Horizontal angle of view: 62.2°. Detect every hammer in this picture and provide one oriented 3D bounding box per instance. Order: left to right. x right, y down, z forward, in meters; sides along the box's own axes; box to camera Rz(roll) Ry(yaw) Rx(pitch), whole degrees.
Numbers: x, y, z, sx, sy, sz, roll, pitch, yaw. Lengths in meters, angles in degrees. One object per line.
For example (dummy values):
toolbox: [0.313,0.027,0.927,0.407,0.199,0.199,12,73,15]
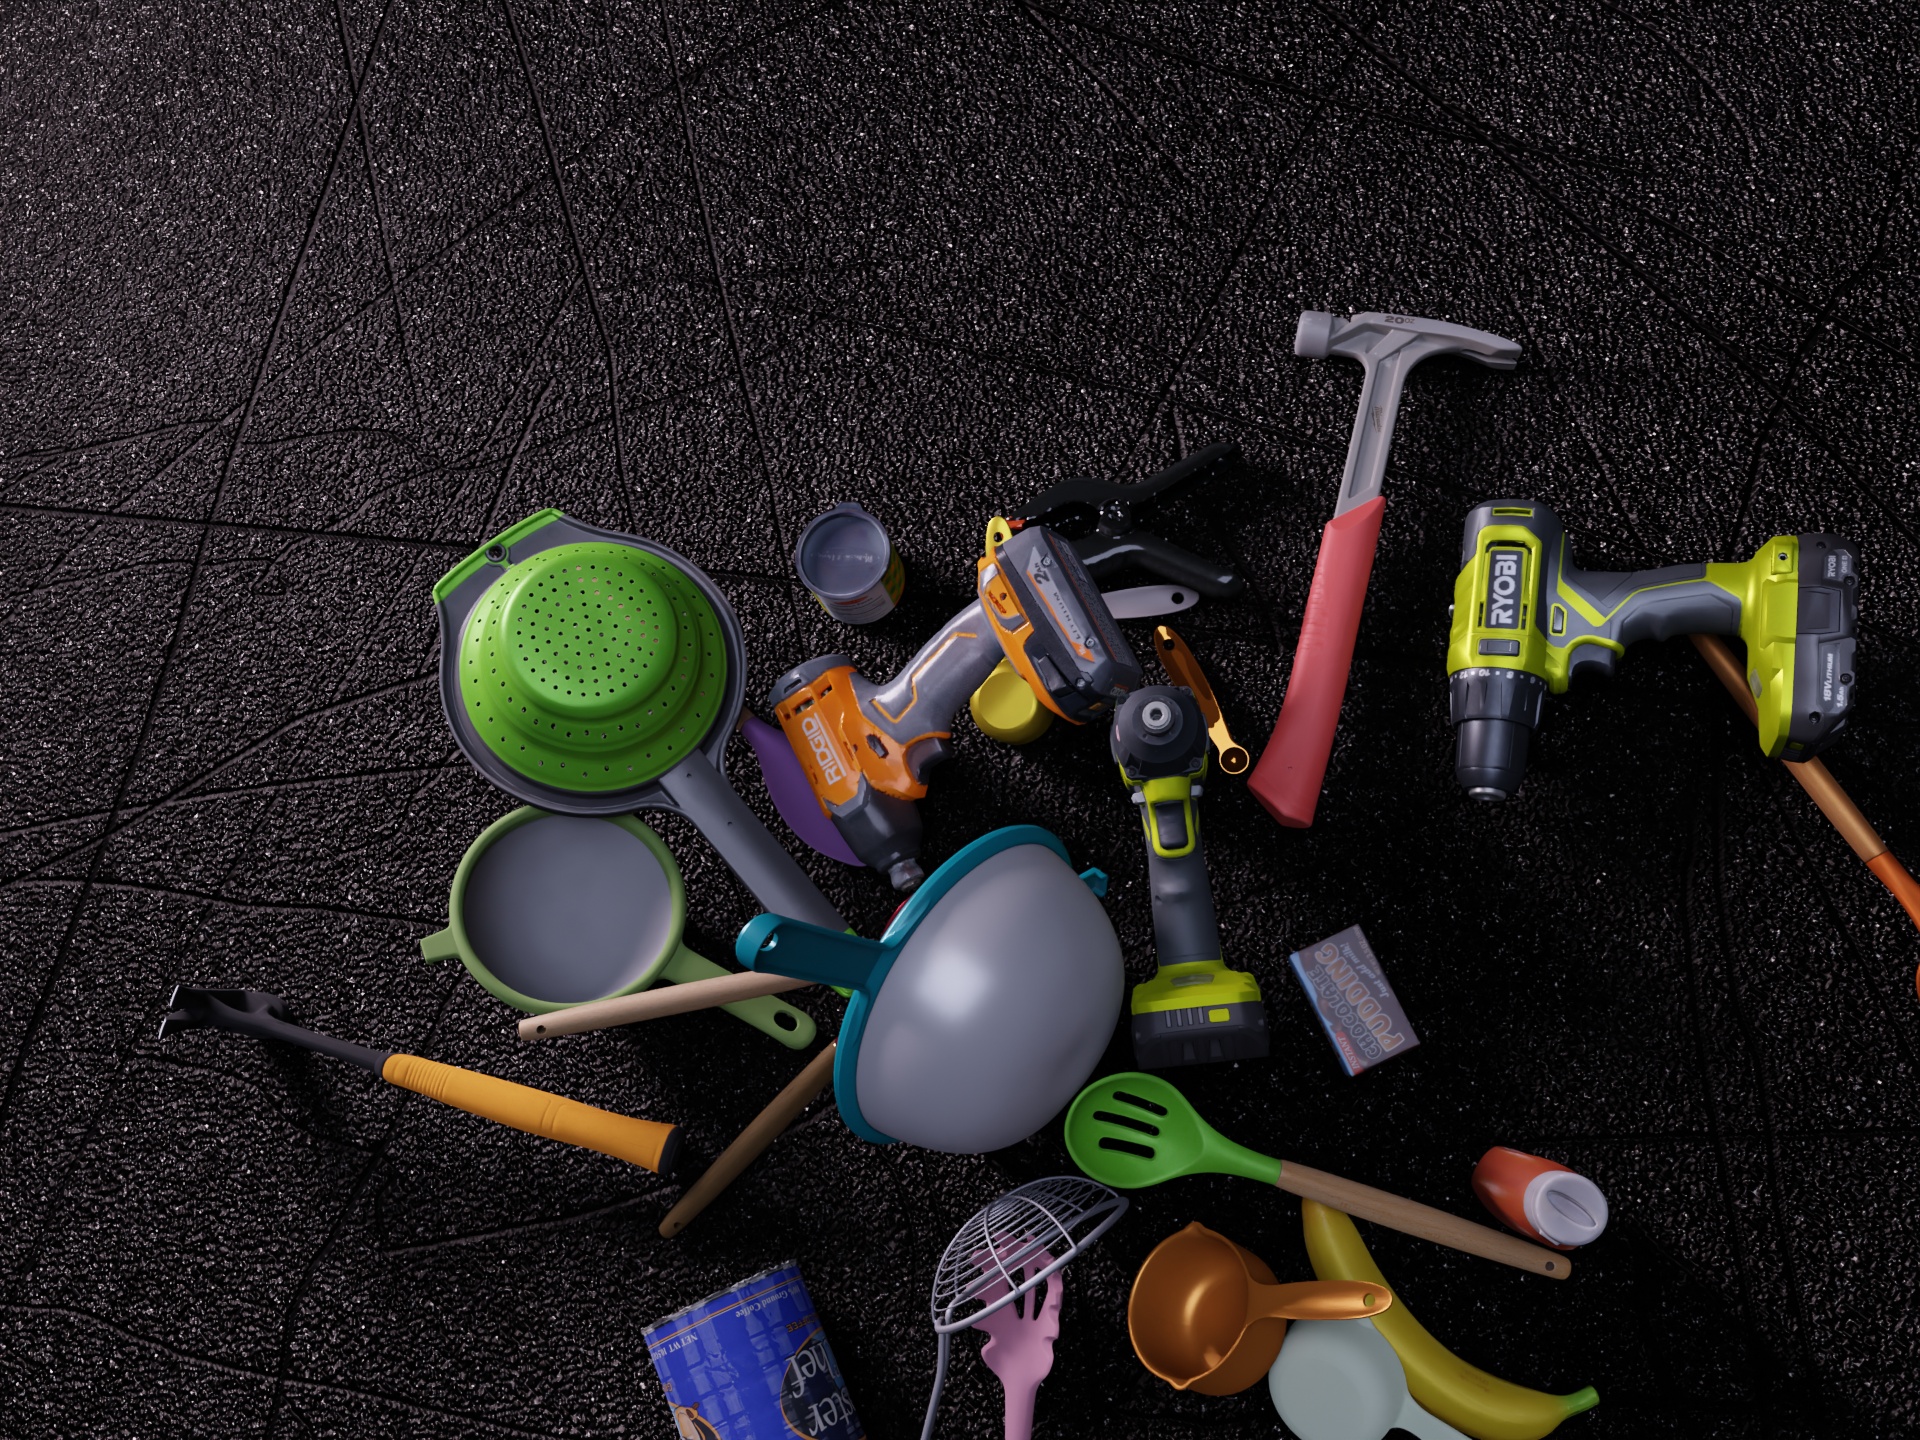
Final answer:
hammer: [-0.343,0.234,1.038,0.337,0.127,0.034,15,80,7]
hammer: [0.265,-0.102,1.058,0.149,0.036,0.359,12,78,12]

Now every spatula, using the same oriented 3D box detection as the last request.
spatula: [-0.168,-0.012,1.113,0.316,0.018,0.060,42,86,15]
spatula: [0.544,0.065,0.978,0.081,0.041,0.323,-30,69,1]

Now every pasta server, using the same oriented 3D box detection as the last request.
pasta server: [0.030,0.469,0.950,0.060,0.040,0.316,-1,77,21]

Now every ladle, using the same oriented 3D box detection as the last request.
ladle: [-0.117,0.161,1.010,0.320,0.062,0.078,-11,98,-4]
ladle: [-0.090,0.220,0.993,0.069,0.031,0.315,35,106,-25]

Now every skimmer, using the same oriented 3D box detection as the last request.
skimmer: [0.005,0.428,0.909,0.090,0.127,0.363,17,97,19]

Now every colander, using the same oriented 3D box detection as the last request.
colander: [-0.187,0.017,1.032,0.204,0.094,0.397,-39,84,-17]

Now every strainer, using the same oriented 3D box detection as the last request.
strainer: [-0.215,0.158,1.062,0.256,0.069,0.152,29,59,-3]
strainer: [0.003,0.158,0.870,0.095,0.340,0.211,28,89,30]

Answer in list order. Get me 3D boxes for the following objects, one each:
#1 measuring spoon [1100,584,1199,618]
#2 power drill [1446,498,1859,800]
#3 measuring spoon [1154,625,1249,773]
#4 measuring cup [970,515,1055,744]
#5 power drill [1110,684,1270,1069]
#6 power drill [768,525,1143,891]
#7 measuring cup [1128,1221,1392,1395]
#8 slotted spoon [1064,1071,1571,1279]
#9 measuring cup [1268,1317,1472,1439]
measuring spoon: [0.102,-0.077,1.091,0.124,0.018,0.034,-7,84,0]
power drill: [0.419,-0.038,0.985,0.228,0.080,0.191,4,75,21]
measuring spoon: [0.160,-0.014,1.067,0.021,0.011,0.117,-27,70,1]
measuring cup: [0.029,-0.061,1.071,0.062,0.029,0.156,-6,88,17]
power drill: [0.131,0.093,0.962,0.080,0.171,0.223,-8,78,7]
power drill: [-0.002,-0.003,1.023,0.226,0.084,0.164,-32,73,18]
measuring cup: [0.179,0.340,0.911,0.173,0.052,0.095,-19,47,39]
slotted spoon: [0.212,0.278,0.944,0.313,0.031,0.070,18,91,0]
measuring cup: [0.250,0.404,0.900,0.168,0.038,0.083,27,112,30]
